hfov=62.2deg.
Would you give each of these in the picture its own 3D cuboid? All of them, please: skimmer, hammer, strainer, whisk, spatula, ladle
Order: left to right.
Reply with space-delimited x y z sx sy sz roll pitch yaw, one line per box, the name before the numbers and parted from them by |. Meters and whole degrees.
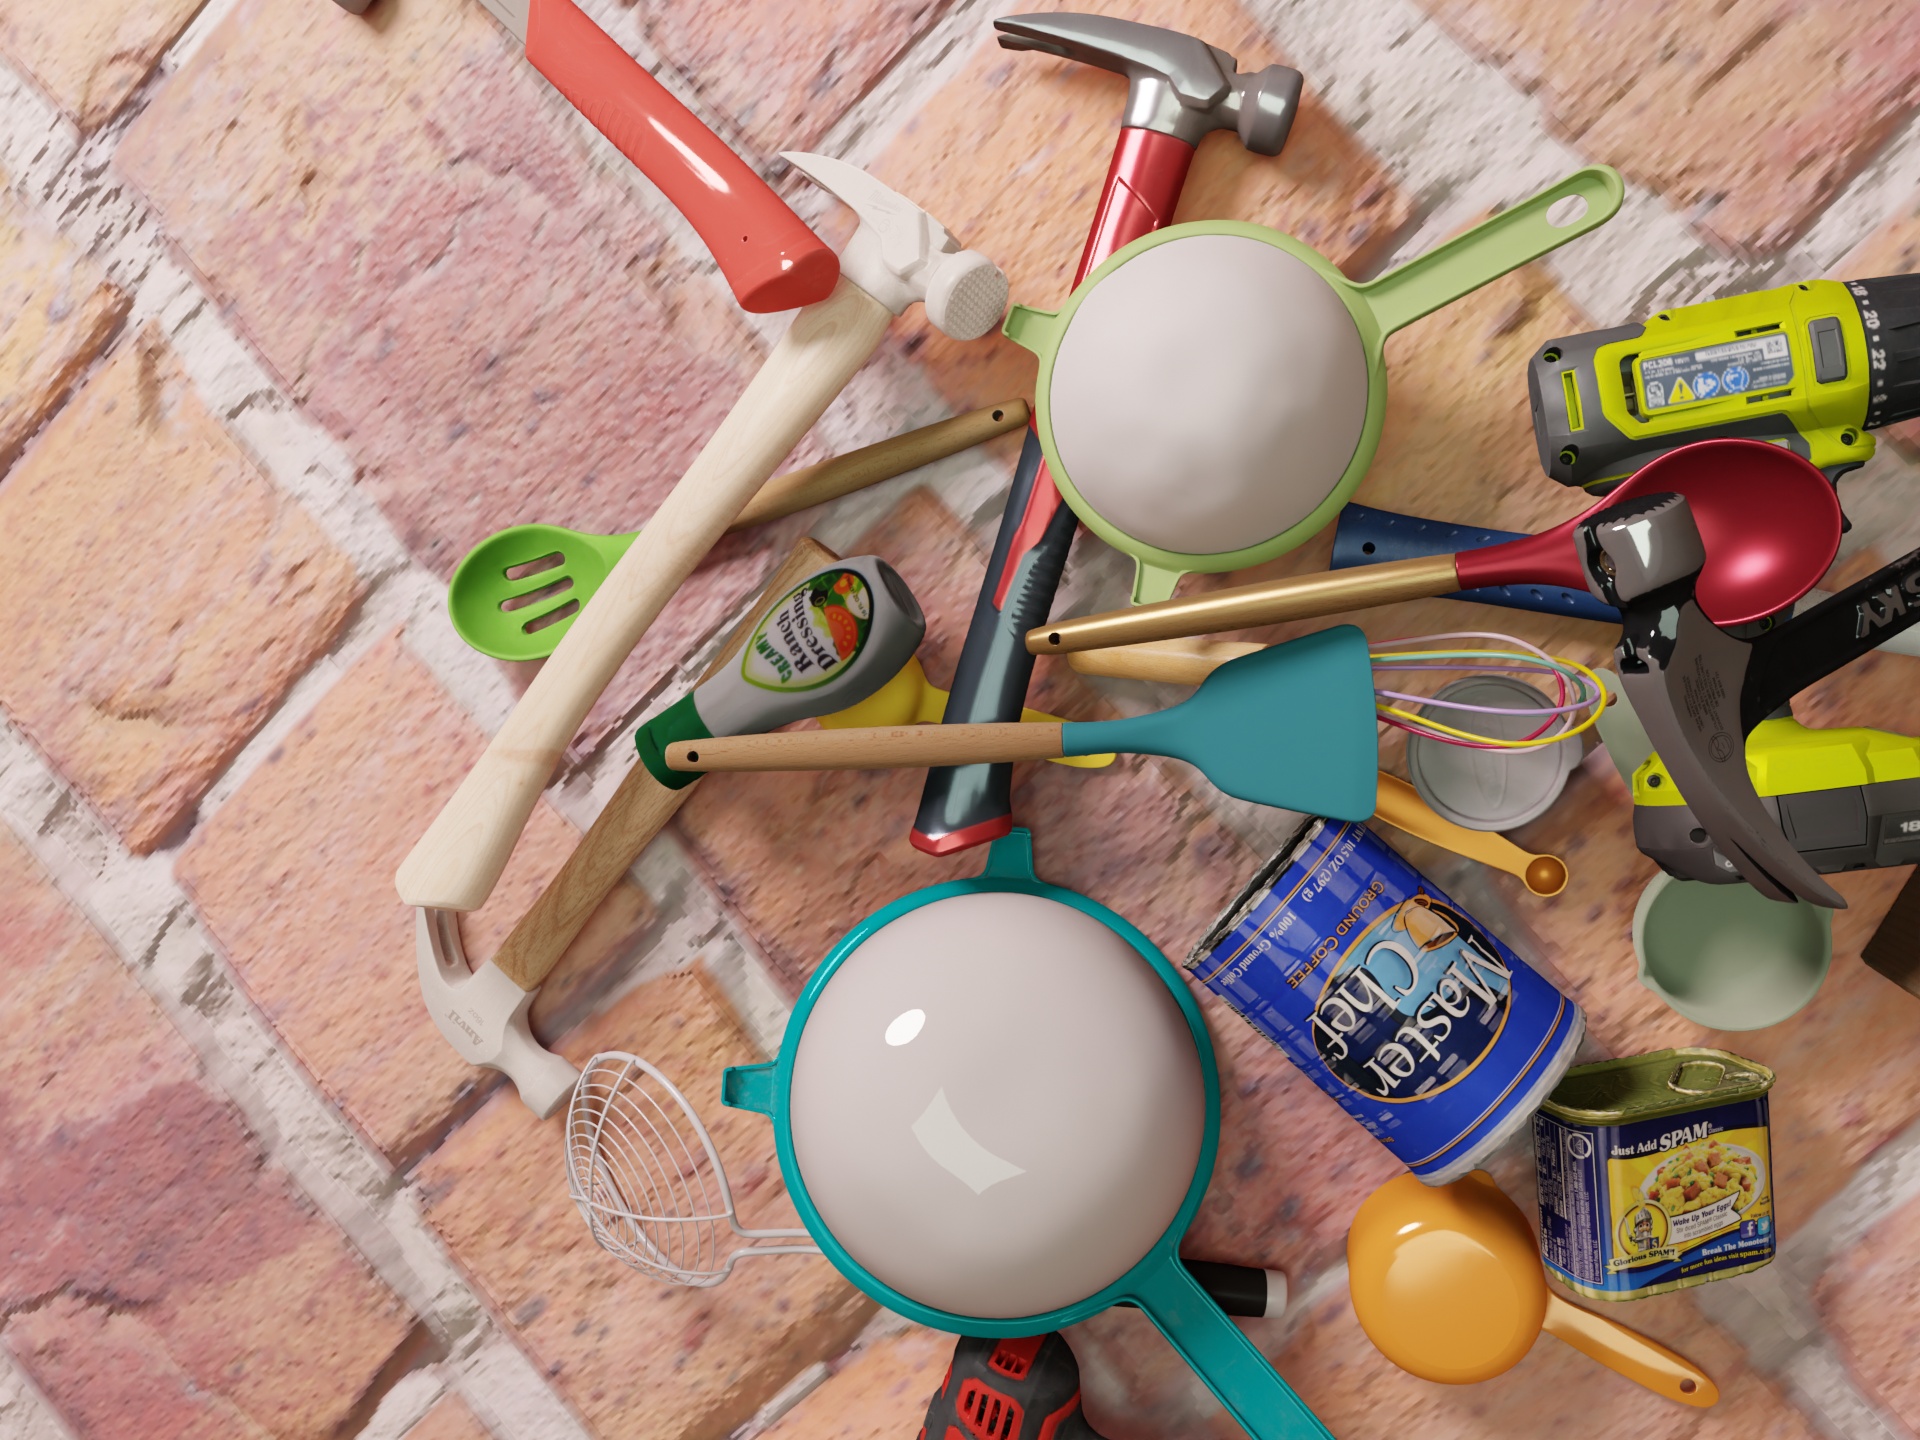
hammer | -0.174 -0.321 0.755 0.359 0.036 0.149 46 104 20
hammer | -0.166 0.043 0.815 0.130 0.031 0.331 40 101 8
hammer | -0.149 -0.079 0.761 0.410 0.038 0.146 -52 57 9
skimmer | -0.024 0.240 0.790 0.363 0.090 0.127 6 118 3
spatula | 0.019 0.008 0.701 0.317 0.044 0.082 -3 92 10
hammer | 0.031 -0.126 0.736 0.143 0.038 0.386 18 94 8
strainer | 0.059 0.215 0.697 0.211 0.095 0.340 -41 78 -9
whisk | 0.151 -0.019 0.689 0.245 0.051 0.047 7 77 36
strainer | 0.145 -0.159 0.644 0.256 0.069 0.151 -26 86 16
ladle | 0.172 -0.054 0.634 0.315 0.031 0.069 -8 89 25
hammer | 0.365 -0.050 0.677 0.405 0.035 0.144 10 96 13
hammer | 0.400 -0.076 0.565 0.409 0.036 0.149 -25 98 -17

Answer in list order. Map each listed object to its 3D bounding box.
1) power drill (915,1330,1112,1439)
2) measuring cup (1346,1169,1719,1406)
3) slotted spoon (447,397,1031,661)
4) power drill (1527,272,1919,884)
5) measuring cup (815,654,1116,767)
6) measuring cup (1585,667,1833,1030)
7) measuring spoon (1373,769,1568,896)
power drill | 0.078 0.403 0.753 0.227 0.080 0.187 20 109 15
measuring cup | 0.258 0.272 0.714 0.174 0.052 0.095 24 99 13
slotted spoon | -0.113 -0.101 0.795 0.314 0.031 0.070 -18 87 12
power drill | 0.339 -0.060 0.625 0.190 0.080 0.228 -9 88 15
measuring cup | -0.001 -0.002 0.772 0.156 0.029 0.062 15 97 13
measuring cup | 0.314 0.053 0.696 0.083 0.038 0.167 -26 85 14
measuring spoon | 0.223 0.048 0.732 0.117 0.011 0.021 27 100 14
